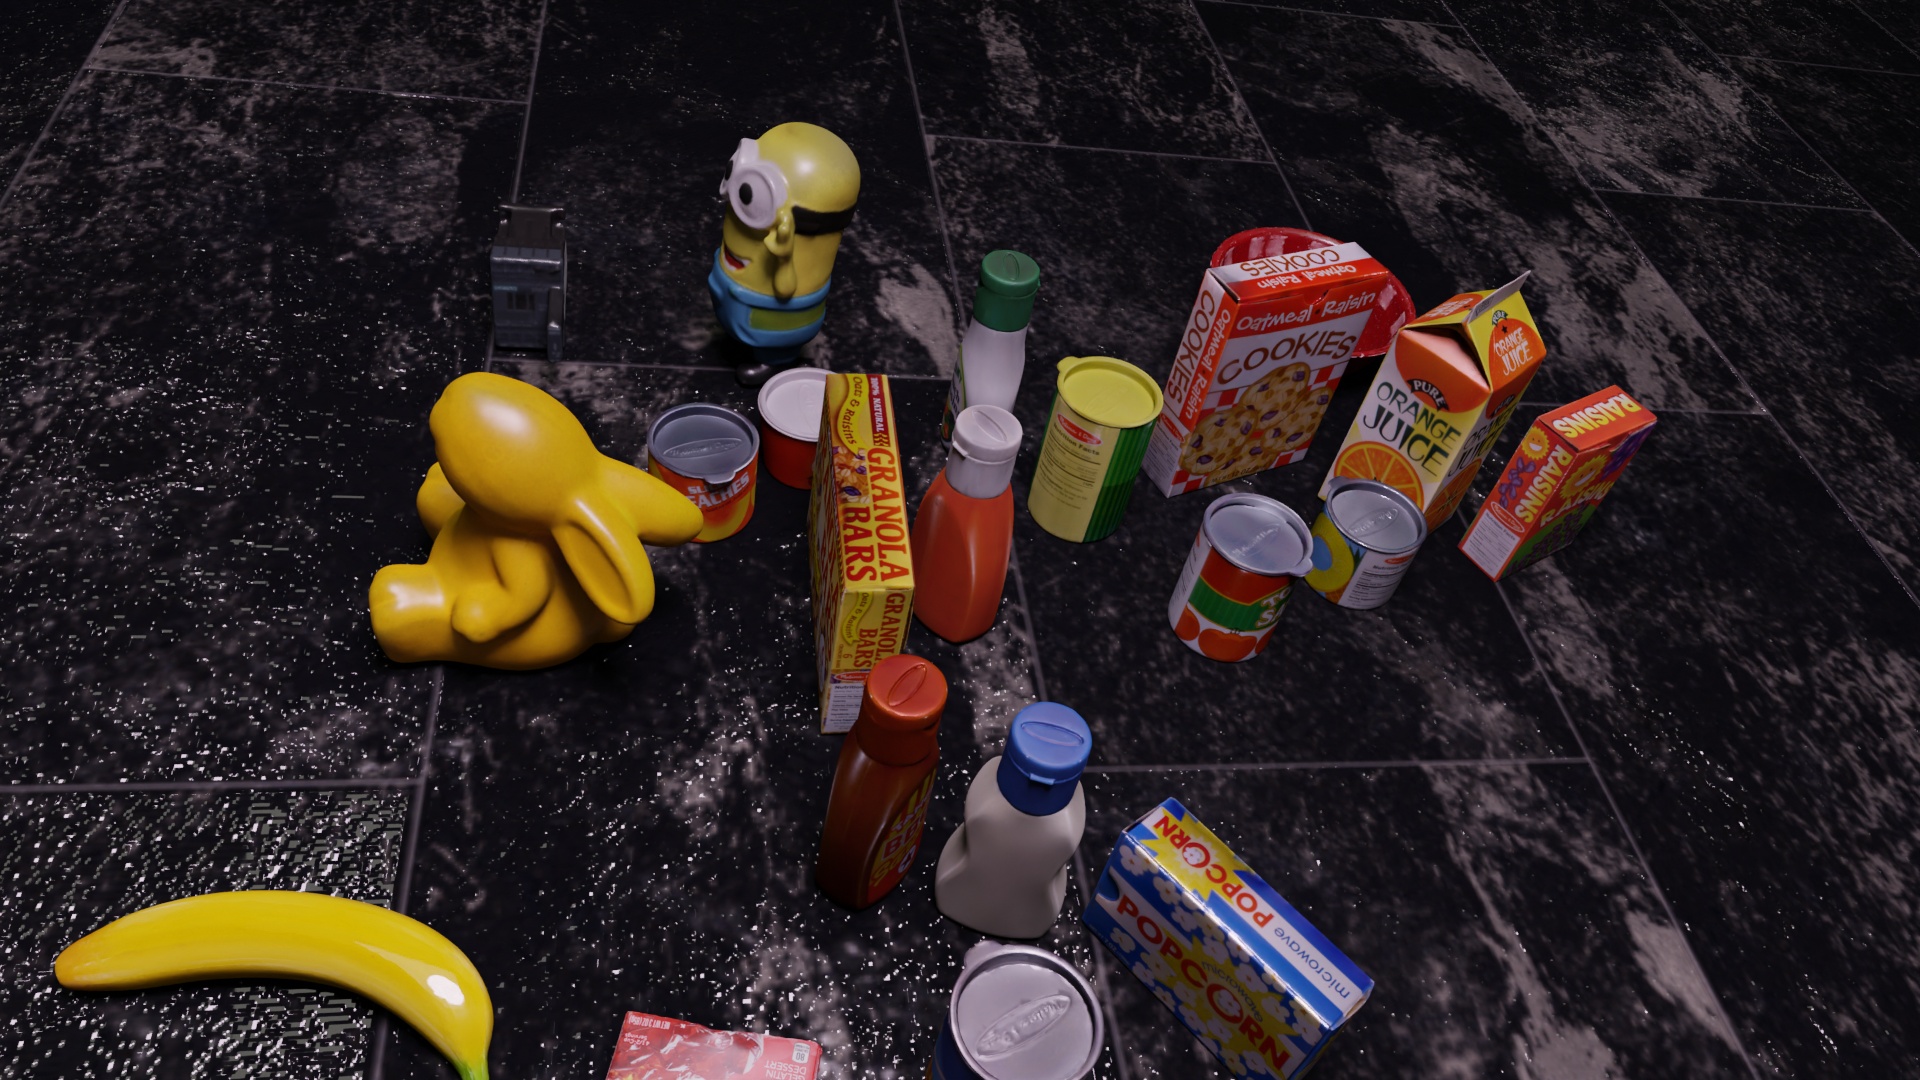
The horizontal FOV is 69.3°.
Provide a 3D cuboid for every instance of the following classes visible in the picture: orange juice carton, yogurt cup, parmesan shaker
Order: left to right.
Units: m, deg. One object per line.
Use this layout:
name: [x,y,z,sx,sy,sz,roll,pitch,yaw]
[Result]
yogurt cup: [-0.097,-0.070,0.891,0.072,0.053,0.073,7,45,-7]
parmesan shaker: [0.082,-0.058,0.887,0.071,0.102,0.072,7,45,-7]
orange juice carton: [0.312,-0.088,0.906,0.072,0.191,0.073,-29,59,-34]

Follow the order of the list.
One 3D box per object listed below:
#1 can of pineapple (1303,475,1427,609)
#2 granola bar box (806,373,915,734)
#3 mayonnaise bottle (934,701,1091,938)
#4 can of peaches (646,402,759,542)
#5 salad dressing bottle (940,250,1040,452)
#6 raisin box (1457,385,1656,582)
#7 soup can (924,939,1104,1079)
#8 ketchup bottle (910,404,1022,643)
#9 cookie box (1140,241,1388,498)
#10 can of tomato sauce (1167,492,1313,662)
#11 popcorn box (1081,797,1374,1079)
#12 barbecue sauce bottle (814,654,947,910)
can of pineapple: [0.259,0.001,0.902,0.071,0.057,0.071,7,45,-7]
granola bar box: [-0.058,0.006,0.777,0.039,0.123,0.166,2,46,-12]
mayonnaise bottle: [0.029,0.134,0.655,0.065,0.147,0.041,15,45,1]
can of peaches: [-0.157,-0.039,0.844,0.071,0.057,0.071,7,45,-7]
salad dressing bottle: [0.019,-0.118,0.899,0.044,0.146,0.064,4,46,-10]
raisin box: [0.396,-0.037,0.925,0.086,0.122,0.040,-19,53,-28]
soup can: [0.020,0.225,0.609,0.071,0.083,0.072,7,45,-7]
ketchup bottle: [0.003,-0.010,0.789,0.044,0.148,0.065,-24,56,-31]
cookie box: [0.198,-0.111,0.920,0.123,0.166,0.040,-15,52,-26]
can of tomato sauce: [0.169,0.024,0.840,0.071,0.082,0.071,7,45,-7]
popcorn box: [0.123,0.195,0.661,0.038,0.084,0.127,-29,59,-34]
barbecue sauce bottle: [-0.036,0.113,0.659,0.044,0.147,0.065,30,47,16]
